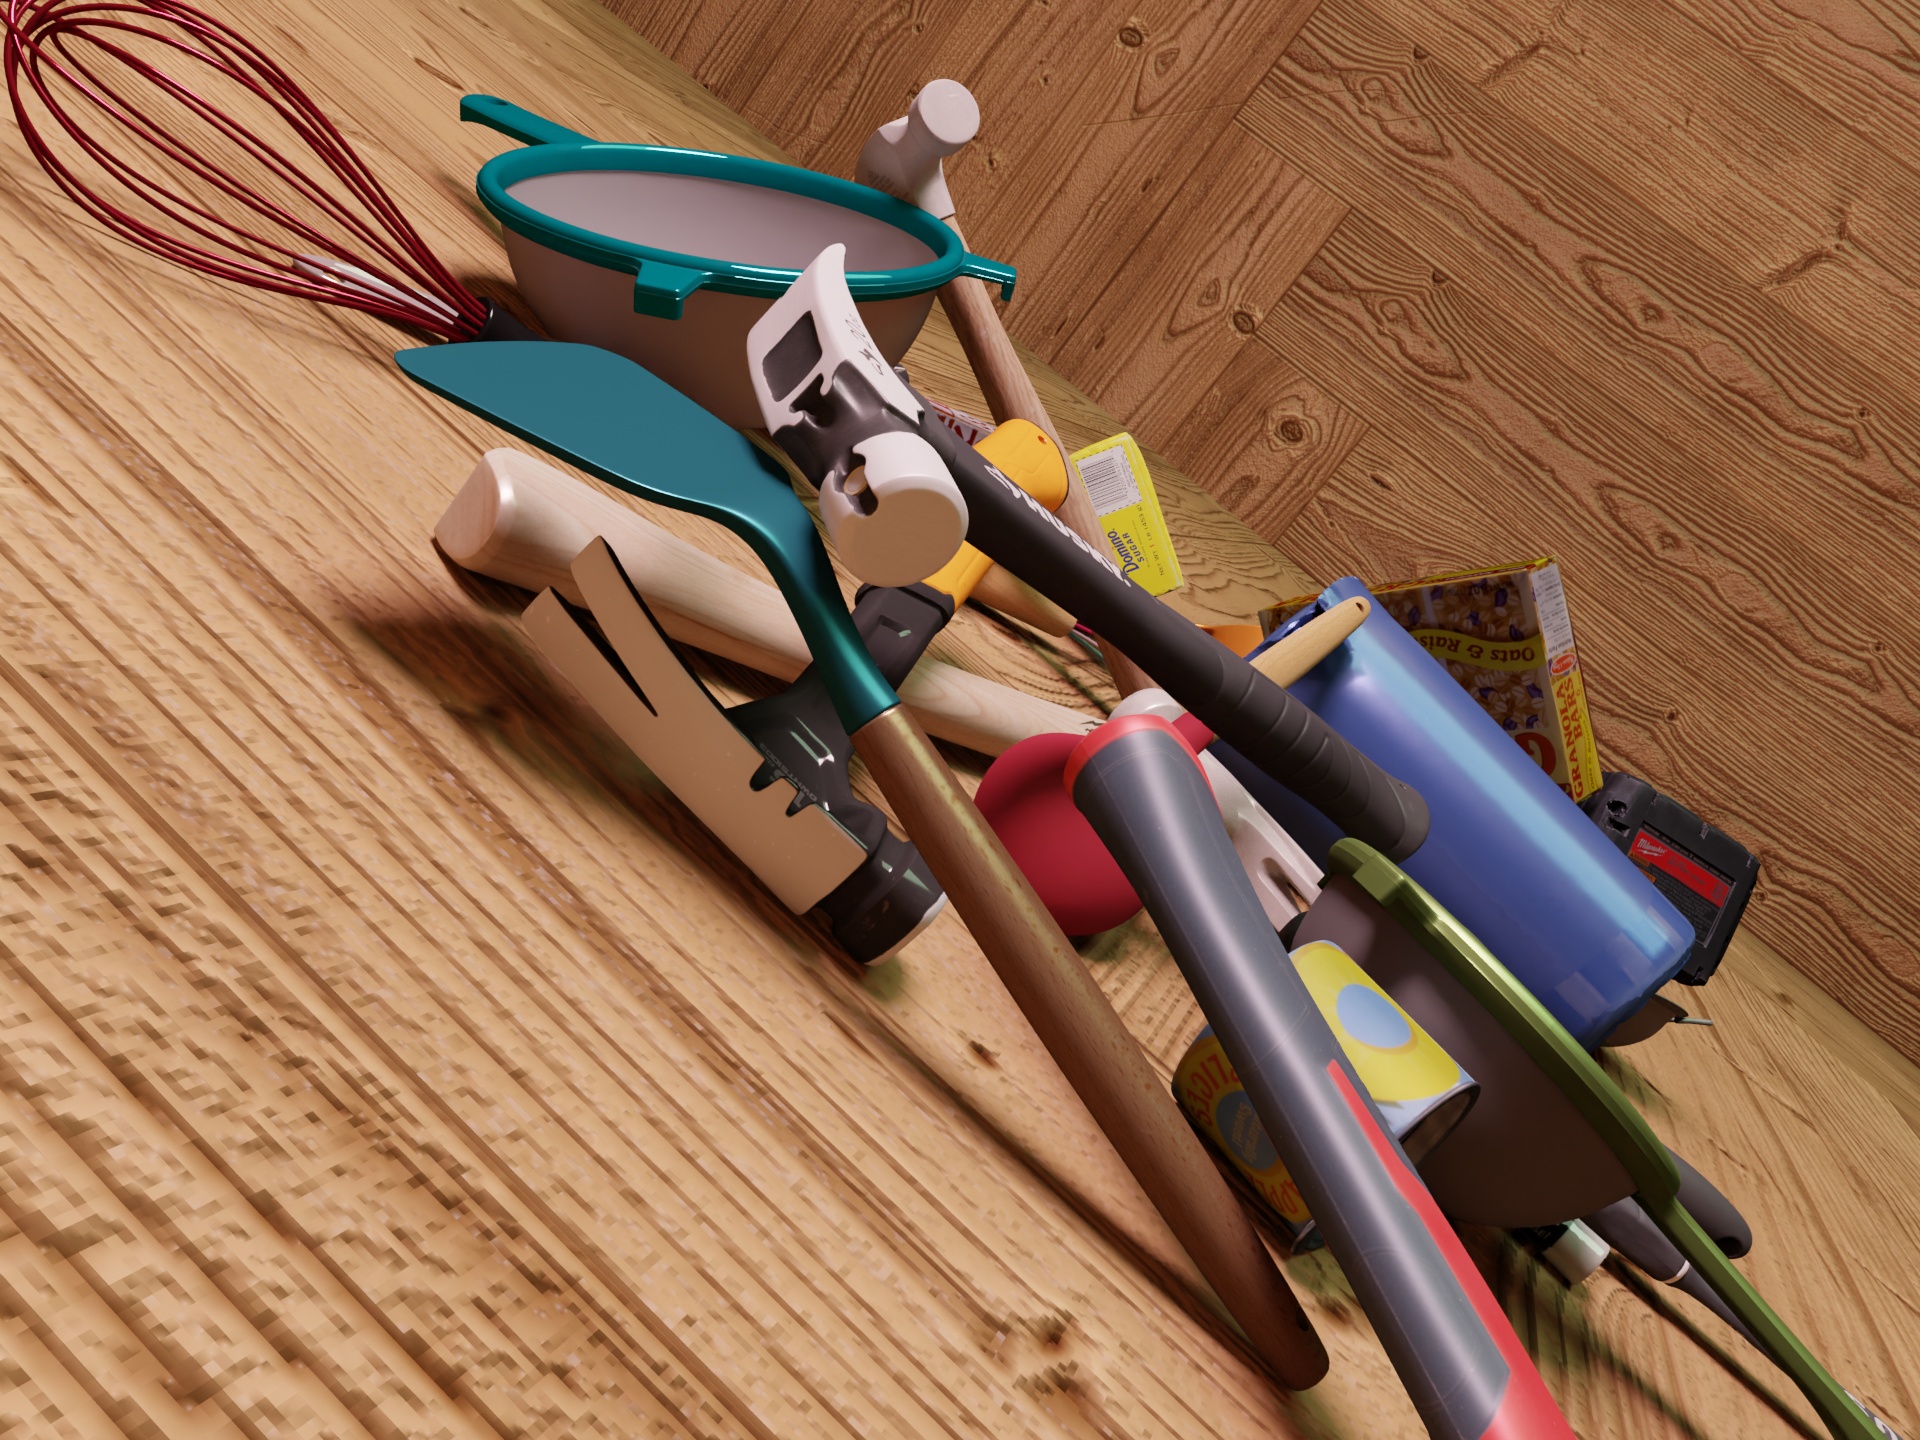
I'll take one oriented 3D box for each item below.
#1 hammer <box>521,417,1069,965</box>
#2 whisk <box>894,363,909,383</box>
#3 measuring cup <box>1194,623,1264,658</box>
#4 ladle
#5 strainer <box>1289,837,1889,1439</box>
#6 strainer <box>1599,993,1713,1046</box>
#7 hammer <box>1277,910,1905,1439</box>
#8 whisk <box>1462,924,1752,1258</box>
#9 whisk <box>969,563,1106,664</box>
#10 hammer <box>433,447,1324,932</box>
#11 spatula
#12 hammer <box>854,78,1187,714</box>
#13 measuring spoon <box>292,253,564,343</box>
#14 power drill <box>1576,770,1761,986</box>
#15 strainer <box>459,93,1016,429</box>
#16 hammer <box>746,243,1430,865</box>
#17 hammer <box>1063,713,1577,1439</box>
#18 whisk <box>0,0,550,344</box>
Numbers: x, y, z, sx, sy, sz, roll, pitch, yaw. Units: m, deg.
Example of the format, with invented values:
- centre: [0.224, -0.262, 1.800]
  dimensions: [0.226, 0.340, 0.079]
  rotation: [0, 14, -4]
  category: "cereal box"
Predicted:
- centre: [-0.018, -0.052, 0.536]
  dimensions: [0.127, 0.034, 0.337]
  rotation: [46, 27, -8]
  category: "hammer"
- centre: [-0.060, -0.238, 1.090]
  dimensions: [0.070, 0.070, 0.284]
  rotation: [38, 10, -2]
  category: "whisk"
- centre: [0.149, -0.031, 0.983]
  dimensions: [0.173, 0.052, 0.095]
  rotation: [12, -10, -7]
  category: "measuring cup"
- centre: [0.103, -0.003, 0.618]
  dimensions: [0.069, 0.031, 0.315]
  rotation: [53, 38, 5]
  category: "ladle"
- centre: [0.189, 0.154, 0.516]
  dimensions: [0.256, 0.069, 0.151]
  rotation: [50, 2, 10]
  category: "strainer"
- centre: [0.315, 0.129, 0.918]
  dimensions: [0.258, 0.050, 0.087]
  rotation: [32, -11, -2]
  category: "strainer"
- centre: [0.279, 0.215, 0.598]
  dimensions: [0.409, 0.036, 0.149]
  rotation: [40, 16, 10]
  category: "hammer"
- centre: [0.262, 0.161, 0.693]
  dimensions: [0.239, 0.055, 0.055]
  rotation: [40, 15, -10]
  category: "whisk"
- centre: [0.071, -0.046, 0.880]
  dimensions: [0.244, 0.051, 0.047]
  rotation: [22, 1, -35]
  category: "whisk"
- centre: [-0.001, -0.002, 0.585]
  dimensions: [0.410, 0.038, 0.146]
  rotation: [21, 25, -47]
  category: "hammer"
- centre: [-0.013, 0.026, 0.381]
  dimensions: [0.317, 0.044, 0.082]
  rotation: [56, 27, 2]
  category: "spatula"
- centre: [0.034, -0.141, 0.804]
  dimensions: [0.331, 0.031, 0.130]
  rotation: [64, -23, -7]
  category: "hammer"
- centre: [-0.196, -0.148, 0.611]
  dimensions: [0.124, 0.018, 0.034]
  rotation: [17, 33, -38]
  category: "measuring spoon"
- centre: [0.315, 0.067, 0.926]
  dimensions: [0.187, 0.080, 0.227]
  rotation: [29, -6, -19]
  category: "power drill"
- centre: [-0.151, -0.216, 0.752]
  dimensions: [0.211, 0.095, 0.341]
  rotation: [-16, 38, -40]
  category: "strainer"
- centre: [0.061, -0.029, 0.513]
  dimensions: [0.334, 0.035, 0.146]
  rotation: [32, 23, -41]
  category: "hammer"
- centre: [0.096, 0.134, 0.317]
  dimensions: [0.143, 0.038, 0.387]
  rotation: [23, 30, -41]
  category: "hammer"
- centre: [-0.186, -0.147, 0.552]
  dimensions: [0.295, 0.073, 0.073]
  rotation: [31, 15, -48]
  category: "whisk"
